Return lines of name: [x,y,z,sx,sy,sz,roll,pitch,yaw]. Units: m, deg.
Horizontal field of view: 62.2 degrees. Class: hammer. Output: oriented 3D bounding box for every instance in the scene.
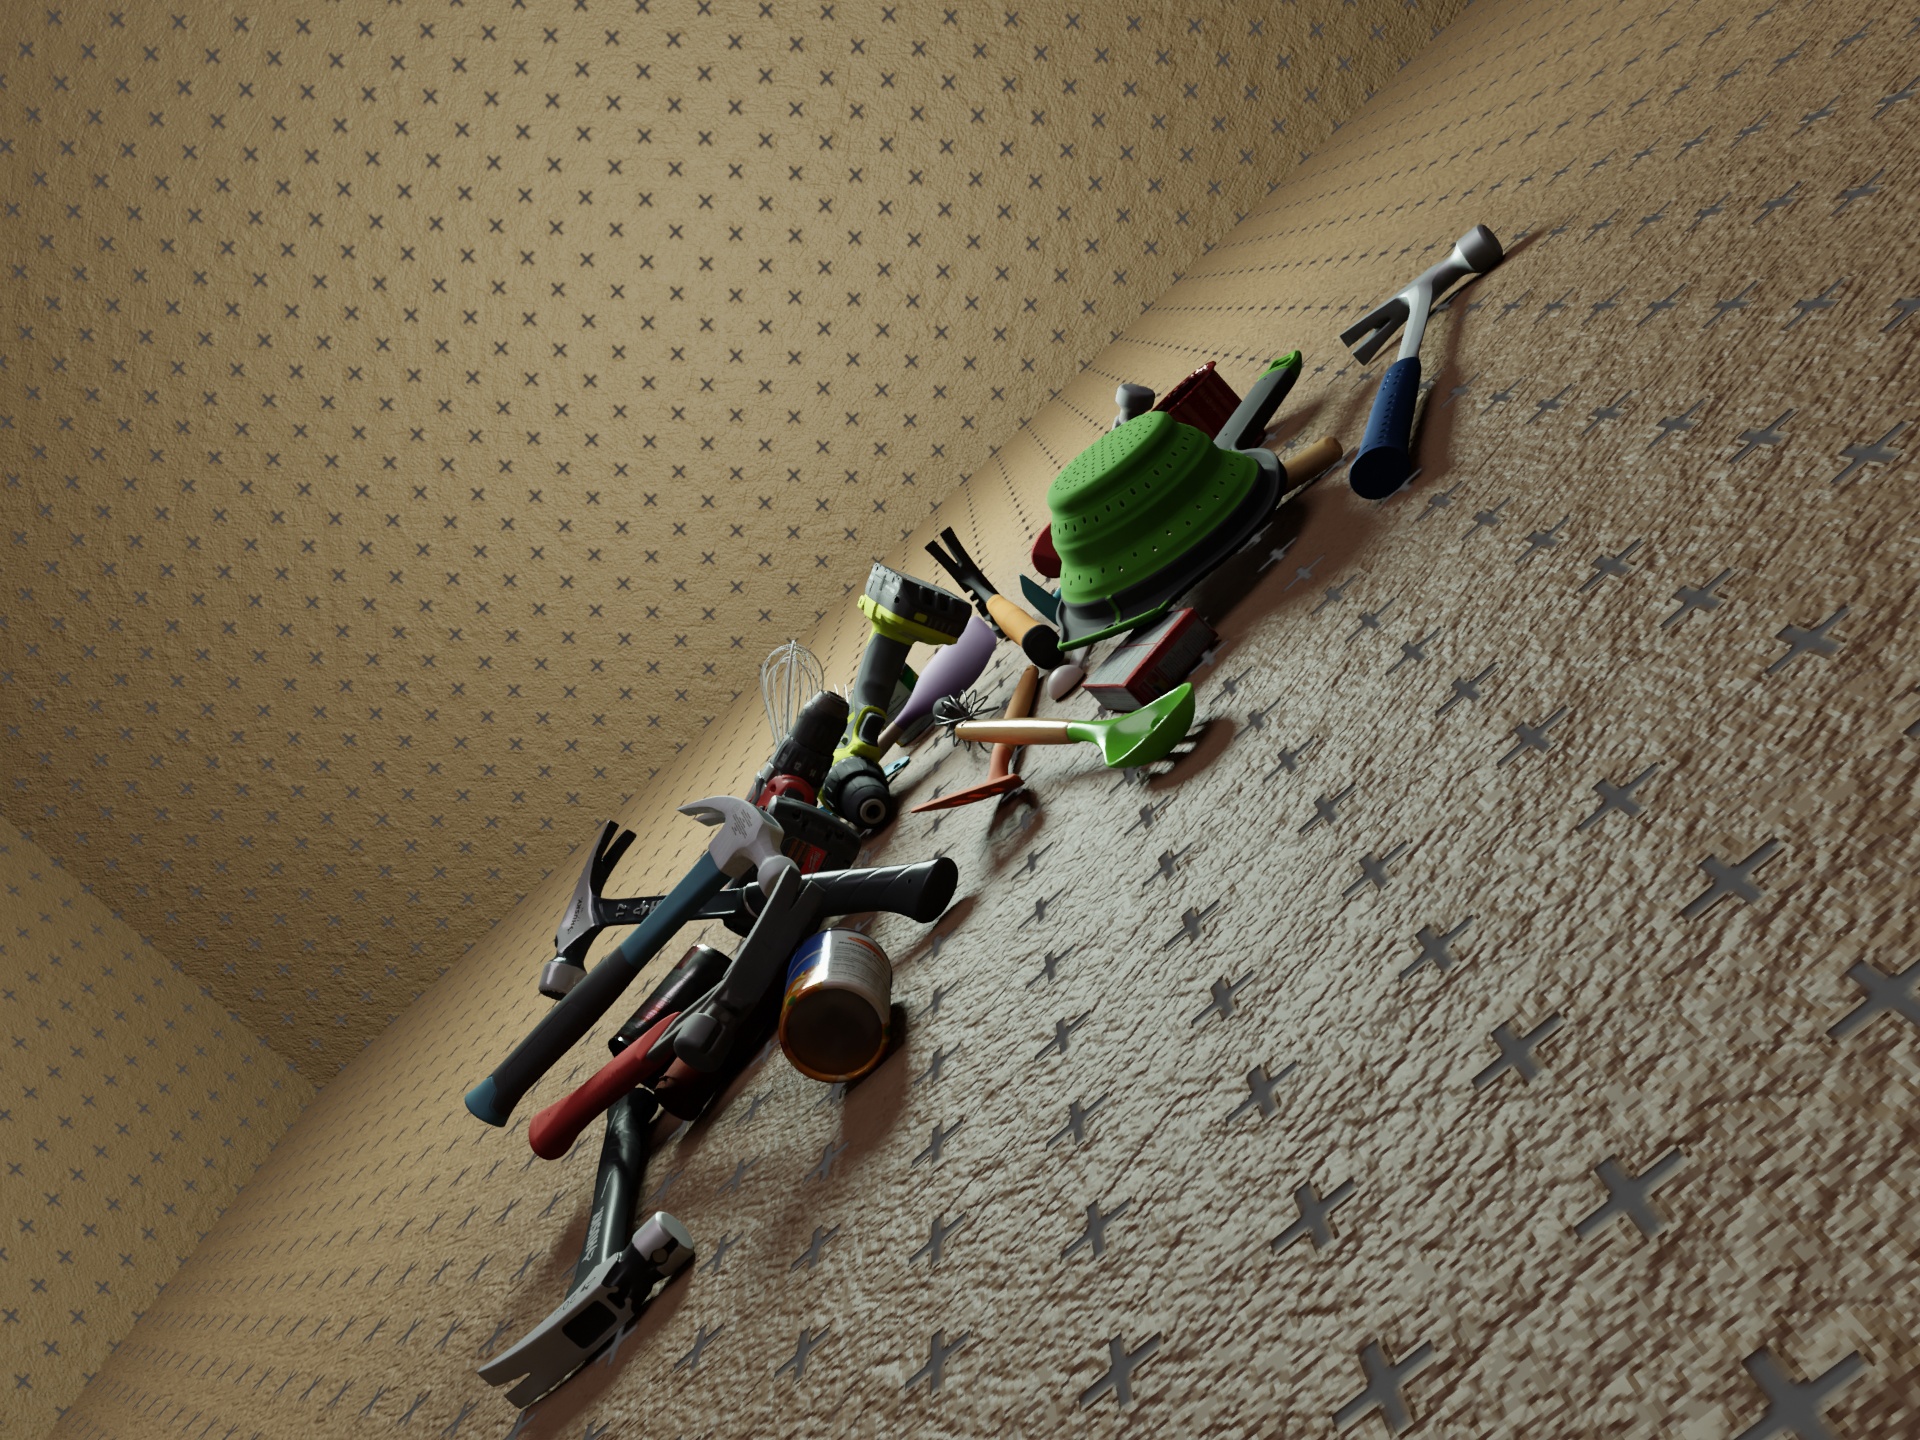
hammer: [0.330,-0.263,1.194,0.144,0.035,0.406,-36,14,35]
hammer: [0.038,-0.105,1.476,0.034,0.127,0.337,-39,16,1]
hammer: [-0.215,0.226,1.100,0.359,0.036,0.149,-41,14,45]
hammer: [-0.164,0.132,1.187,0.409,0.036,0.149,-10,57,39]
hammer: [-0.236,0.325,1.063,0.146,0.035,0.335,-44,11,-1]
hammer: [-0.253,0.185,1.180,0.331,0.033,0.128,-45,44,10]
hammer: [0.120,-0.194,1.452,0.386,0.038,0.143,-59,-19,-61]

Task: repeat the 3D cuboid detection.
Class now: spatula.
spatula: [0.106,-0.127,1.442,0.044,0.082,0.317,-54,-1,22]
spatula: [0.033,0.009,1.244,0.081,0.041,0.323,-19,17,17]
spatula: [-0.076,0.025,1.569,0.316,0.018,0.060,-47,53,10]

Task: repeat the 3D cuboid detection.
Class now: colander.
colander: [0.170,-0.213,1.235,0.204,0.094,0.397,-19,26,46]

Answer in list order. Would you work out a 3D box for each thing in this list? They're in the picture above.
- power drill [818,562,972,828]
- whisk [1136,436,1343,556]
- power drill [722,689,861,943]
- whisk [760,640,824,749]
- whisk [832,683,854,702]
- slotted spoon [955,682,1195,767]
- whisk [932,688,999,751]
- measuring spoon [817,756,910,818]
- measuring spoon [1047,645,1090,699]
power drill: [-0.072,-0.017,1.458,0.228,0.080,0.191,-68,21,7]
whisk: [0.198,-0.149,1.259,0.245,0.051,0.047,-32,37,33]
power drill: [-0.141,0.079,1.344,0.188,0.080,0.227,-61,15,8]
whisk: [-0.161,0.042,1.475,0.059,0.058,0.246,-91,7,-67]
whisk: [-0.119,0.020,1.725,0.070,0.070,0.285,-43,16,4]
slotted spoon: [0.068,0.006,1.082,0.070,0.031,0.314,-47,18,-18]
whisk: [-0.002,-0.006,1.419,0.055,0.055,0.239,-45,7,-2]
measuring spoon: [-0.098,0.078,1.540,0.128,0.021,0.042,-34,21,5]
measuring spoon: [0.092,-0.053,1.319,0.034,0.018,0.124,-39,12,27]
